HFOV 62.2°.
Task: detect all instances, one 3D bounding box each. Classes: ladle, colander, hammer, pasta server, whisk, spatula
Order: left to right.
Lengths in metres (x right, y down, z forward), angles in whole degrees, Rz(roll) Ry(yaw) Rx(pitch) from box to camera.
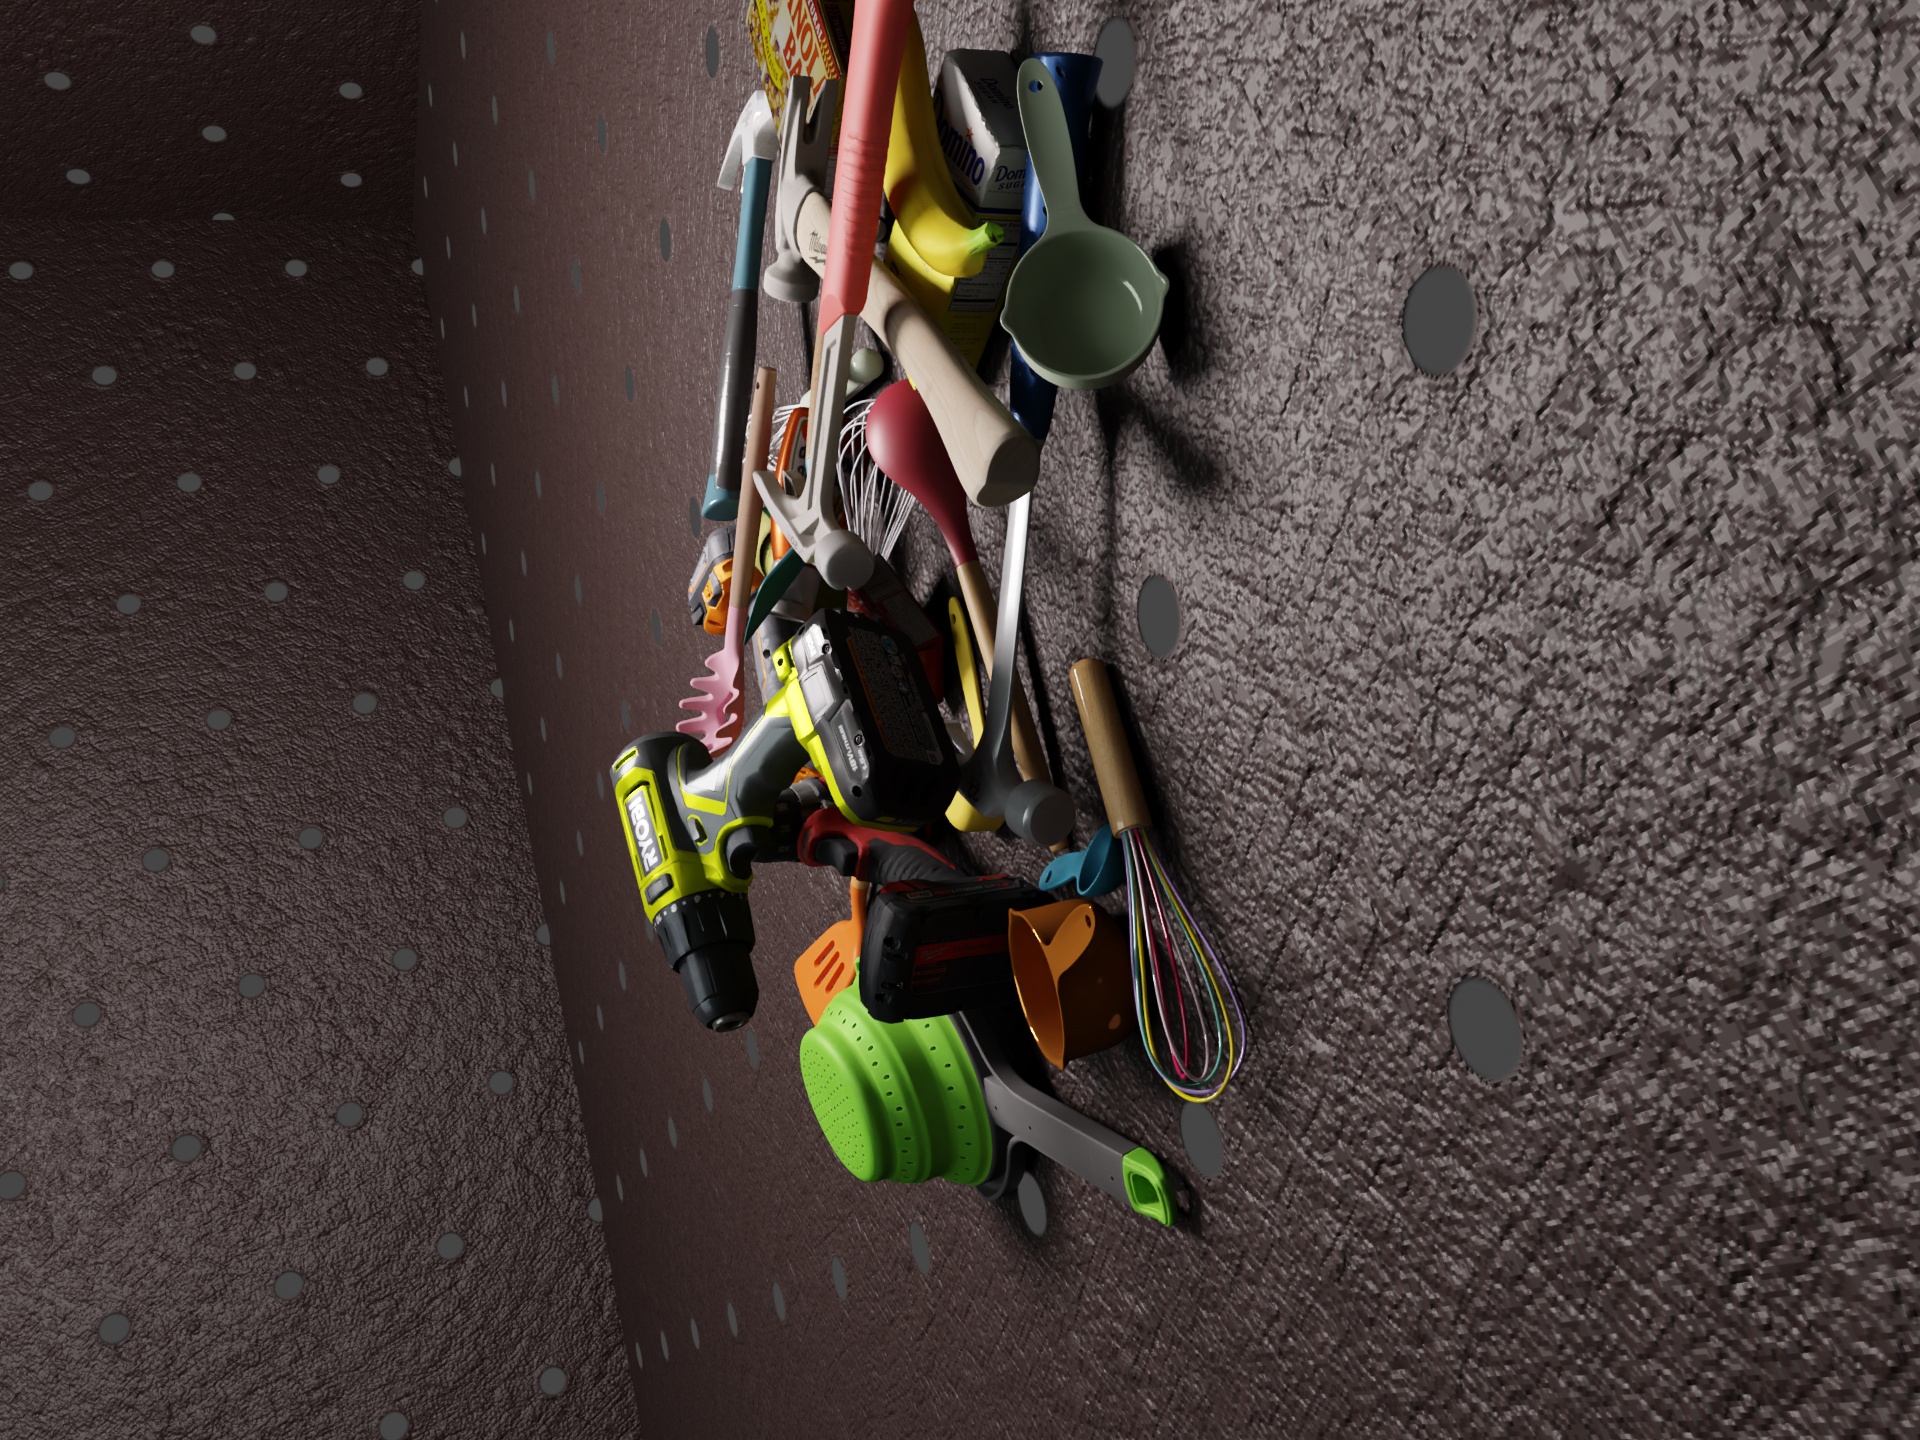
[{"bbox_3d":[-0.173,-0.113,1.217,0.060,0.040,0.316,35,123,45],"label":"pasta server"},{"bbox_3d":[-0.171,-0.323,1.249,0.128,0.033,0.331,-169,85,-66],"label":"hammer"},{"bbox_3d":[-0.107,-0.202,1.090,0.082,0.044,0.318,120,156,-62],"label":"spatula"},{"bbox_3d":[-0.114,-0.236,1.216,0.059,0.058,0.246,50,156,-12],"label":"whisk"},{"bbox_3d":[-0.065,-0.261,0.884,0.149,0.036,0.358,-125,38,-49],"label":"hammer"},{"bbox_3d":[-0.084,0.113,1.250,0.081,0.041,0.322,-121,34,-44],"label":"spatula"},{"bbox_3d":[-0.064,-0.115,1.124,0.284,0.070,0.070,103,150,-49],"label":"whisk"},{"bbox_3d":[-0.042,-0.250,0.928,0.411,0.038,0.146,-121,35,-49],"label":"hammer"},{"bbox_3d":[-0.008,0.255,1.022,0.397,0.094,0.204,10,117,61],"label":"colander"},{"bbox_3d":[0.011,-0.071,0.972,0.031,0.069,0.315,73,179,-81],"label":"ladle"},{"bbox_3d":[0.032,-0.144,0.866,0.144,0.035,0.405,29,118,56],"label":"hammer"},{"bbox_3d":[0.093,0.080,0.837,0.047,0.051,0.245,118,142,-62],"label":"whisk"}]

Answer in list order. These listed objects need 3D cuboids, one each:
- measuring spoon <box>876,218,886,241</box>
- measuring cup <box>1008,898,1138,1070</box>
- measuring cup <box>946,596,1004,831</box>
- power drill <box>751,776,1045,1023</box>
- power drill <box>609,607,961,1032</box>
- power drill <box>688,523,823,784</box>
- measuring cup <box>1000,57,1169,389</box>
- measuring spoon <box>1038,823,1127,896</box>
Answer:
[{"bbox_3d":[-0.079,-0.350,1.136,0.124,0.018,0.034,31,103,53],"label":"measuring spoon"},{"bbox_3d":[0.072,0.126,0.857,0.173,0.052,0.095,111,144,-63],"label":"measuring cup"},{"bbox_3d":[-0.002,-0.003,1.040,0.062,0.029,0.156,160,101,-66],"label":"measuring cup"},{"bbox_3d":[-0.069,0.102,1.038,0.227,0.187,0.080,40,127,52],"label":"power drill"},{"bbox_3d":[-0.111,0.058,0.943,0.228,0.080,0.191,-37,60,30],"label":"power drill"},{"bbox_3d":[-0.157,-0.034,1.327,0.164,0.084,0.227,-50,56,59],"label":"power drill"},{"bbox_3d":[0.053,-0.244,0.788,0.038,0.083,0.168,44,-146,-81],"label":"measuring cup"},{"bbox_3d":[0.072,0.088,0.920,0.128,0.021,0.042,140,151,-72],"label":"measuring spoon"}]
